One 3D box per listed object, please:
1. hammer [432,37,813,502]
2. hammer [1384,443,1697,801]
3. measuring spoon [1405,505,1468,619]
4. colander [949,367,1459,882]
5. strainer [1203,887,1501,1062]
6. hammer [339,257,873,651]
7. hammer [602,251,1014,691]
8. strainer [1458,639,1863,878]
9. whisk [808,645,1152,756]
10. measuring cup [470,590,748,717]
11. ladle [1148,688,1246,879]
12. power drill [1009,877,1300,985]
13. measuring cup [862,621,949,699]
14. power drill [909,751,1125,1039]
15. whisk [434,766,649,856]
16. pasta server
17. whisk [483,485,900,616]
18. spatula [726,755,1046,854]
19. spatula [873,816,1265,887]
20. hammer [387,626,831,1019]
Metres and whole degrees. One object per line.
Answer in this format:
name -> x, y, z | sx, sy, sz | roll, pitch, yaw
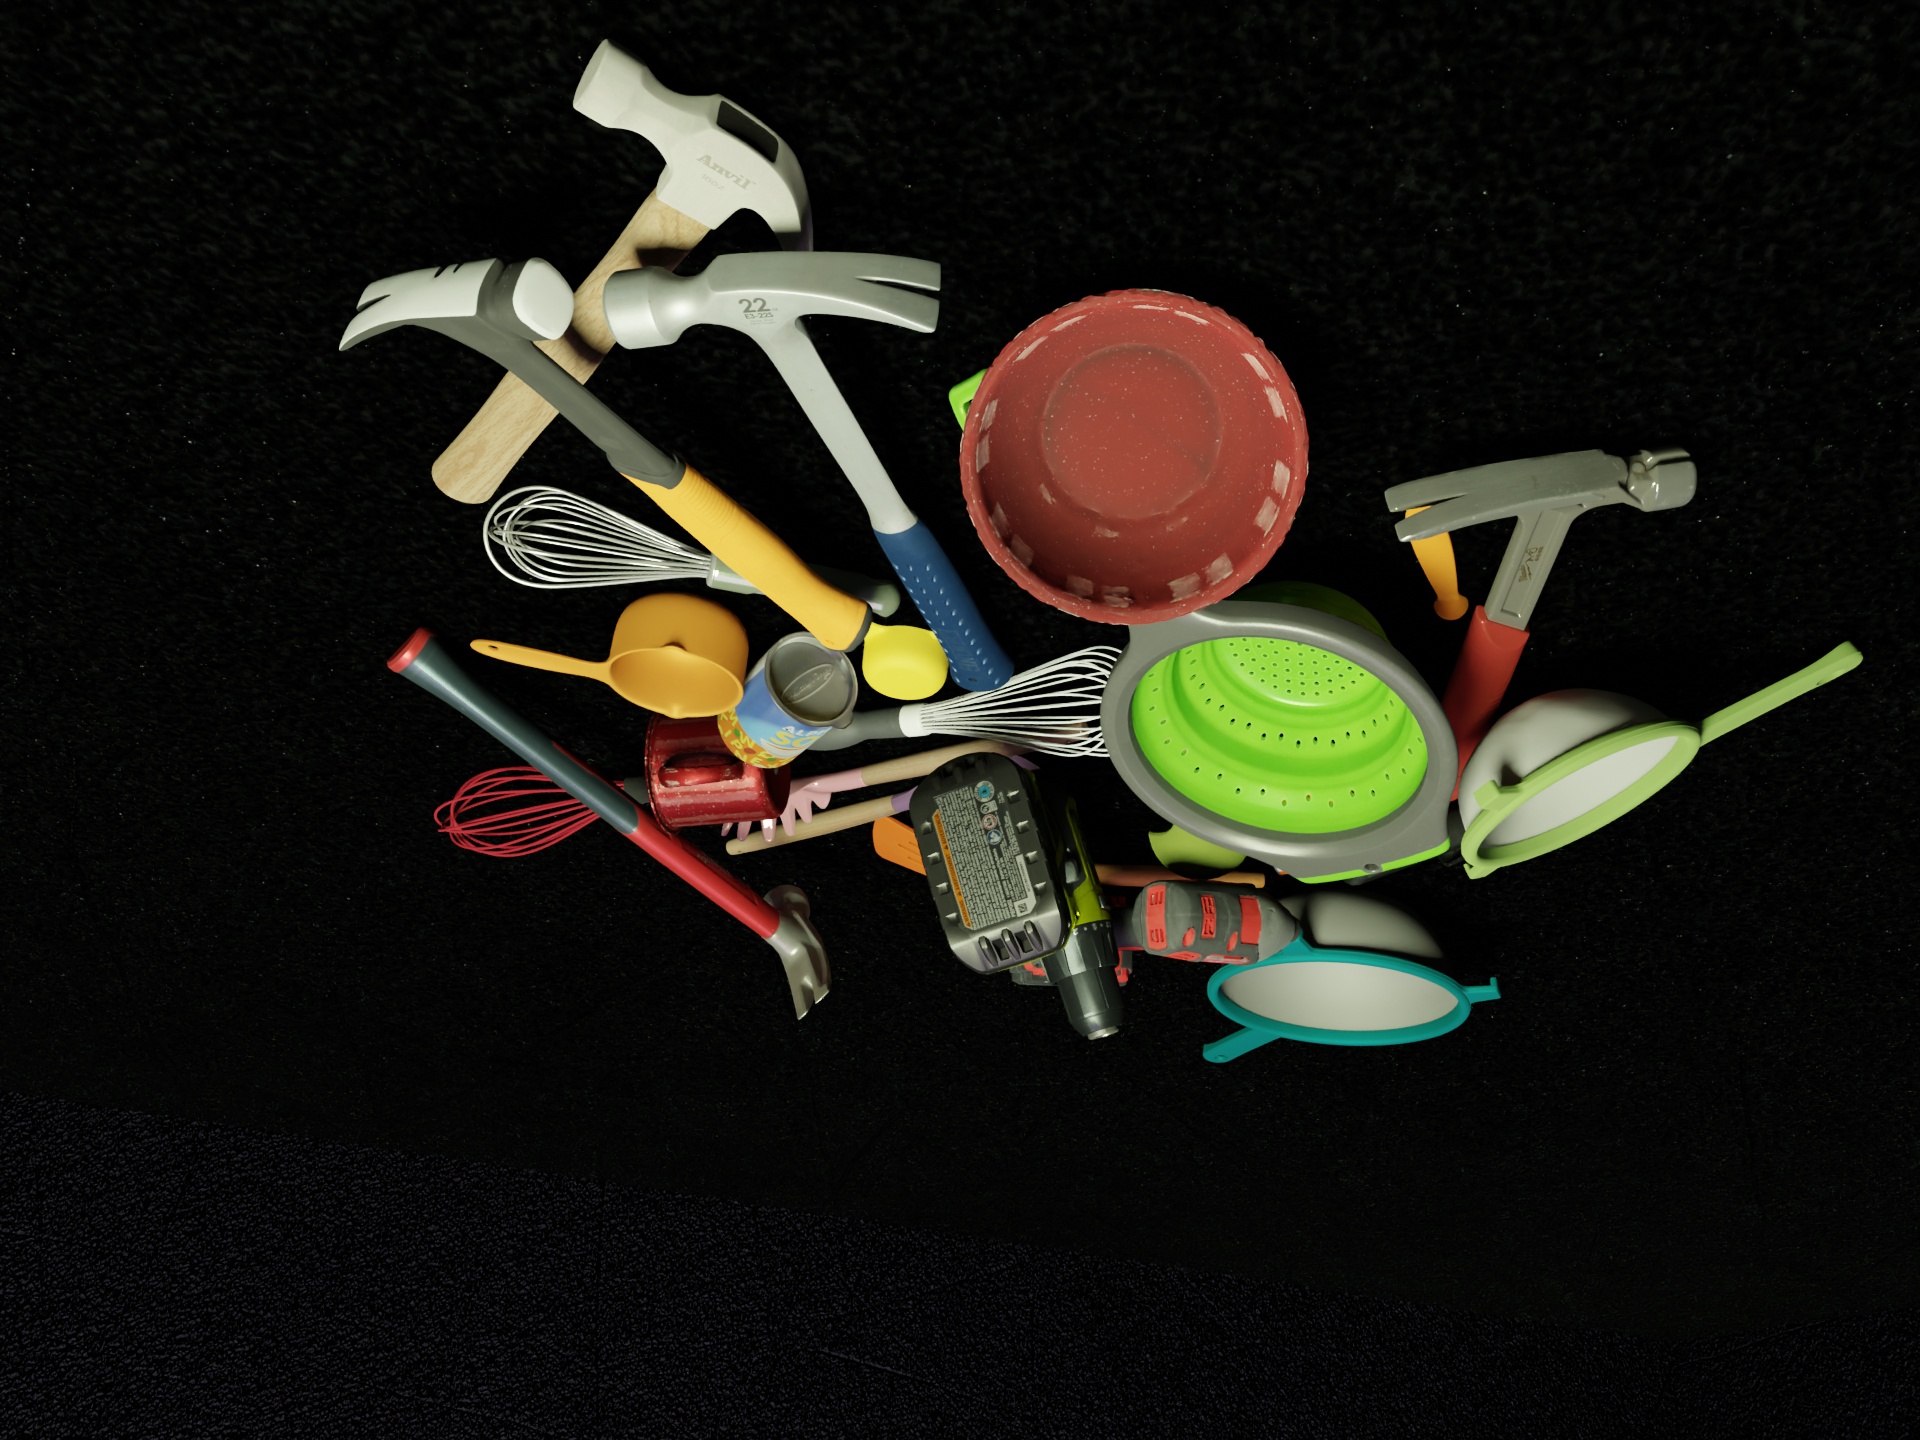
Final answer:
hammer -> -0.183, -0.188, 0.776 | 0.130, 0.031, 0.331 | 23, 148, -29
hammer -> 0.302, -0.038, 0.935 | 0.149, 0.037, 0.358 | -9, 153, 1
measuring spoon -> 0.268, -0.087, 0.895 | 0.021, 0.011, 0.116 | -7, 149, 24
colander -> 0.140, -0.067, 0.900 | 0.204, 0.095, 0.396 | -20, 124, 41
strainer -> 0.296, 0.220, 1.383 | 0.211, 0.095, 0.340 | 15, 153, -12
hammer -> -0.152, -0.119, 0.815 | 0.127, 0.034, 0.336 | 4, 159, 33
hammer -> -0.032, -0.111, 0.841 | 0.144, 0.035, 0.405 | -2, 157, 16
strainer -> 0.402, -0.002, 0.948 | 0.256, 0.069, 0.151 | -27, 153, 3
whisk -> -0.002, -0.005, 1.064 | 0.285, 0.070, 0.070 | -5, 151, 31
measuring cup -> -0.221, -0.052, 1.018 | 0.173, 0.052, 0.095 | 10, 152, -4
ladle -> 0.152, 0.019, 1.100 | 0.078, 0.062, 0.319 | -2, 144, 15
power drill -> 0.148, 0.162, 1.229 | 0.143, 0.079, 0.220 | 9, 165, -35
measuring cup -> -0.073, -0.053, 1.007 | 0.156, 0.029, 0.062 | 25, 147, -34
power drill -> 0.051, 0.119, 1.077 | 0.080, 0.191, 0.228 | -20, 163, 13
whisk -> -0.273, 0.057, 1.232 | 0.296, 0.073, 0.073 | -9, 149, 14
pasta server -> -0.047, 0.044, 1.177 | 0.316, 0.040, 0.060 | -13, 159, 29
whisk -> -0.154, -0.091, 0.937 | 0.246, 0.059, 0.058 | 9, -167, -15
spatula -> -0.068, 0.071, 1.253 | 0.316, 0.018, 0.059 | -16, 148, 34
spatula -> 0.088, 0.116, 1.305 | 0.322, 0.041, 0.081 | 2, 151, -2
hammer -> -0.240, 0.072, 1.132 | 0.038, 0.143, 0.386 | -44, 117, 8
